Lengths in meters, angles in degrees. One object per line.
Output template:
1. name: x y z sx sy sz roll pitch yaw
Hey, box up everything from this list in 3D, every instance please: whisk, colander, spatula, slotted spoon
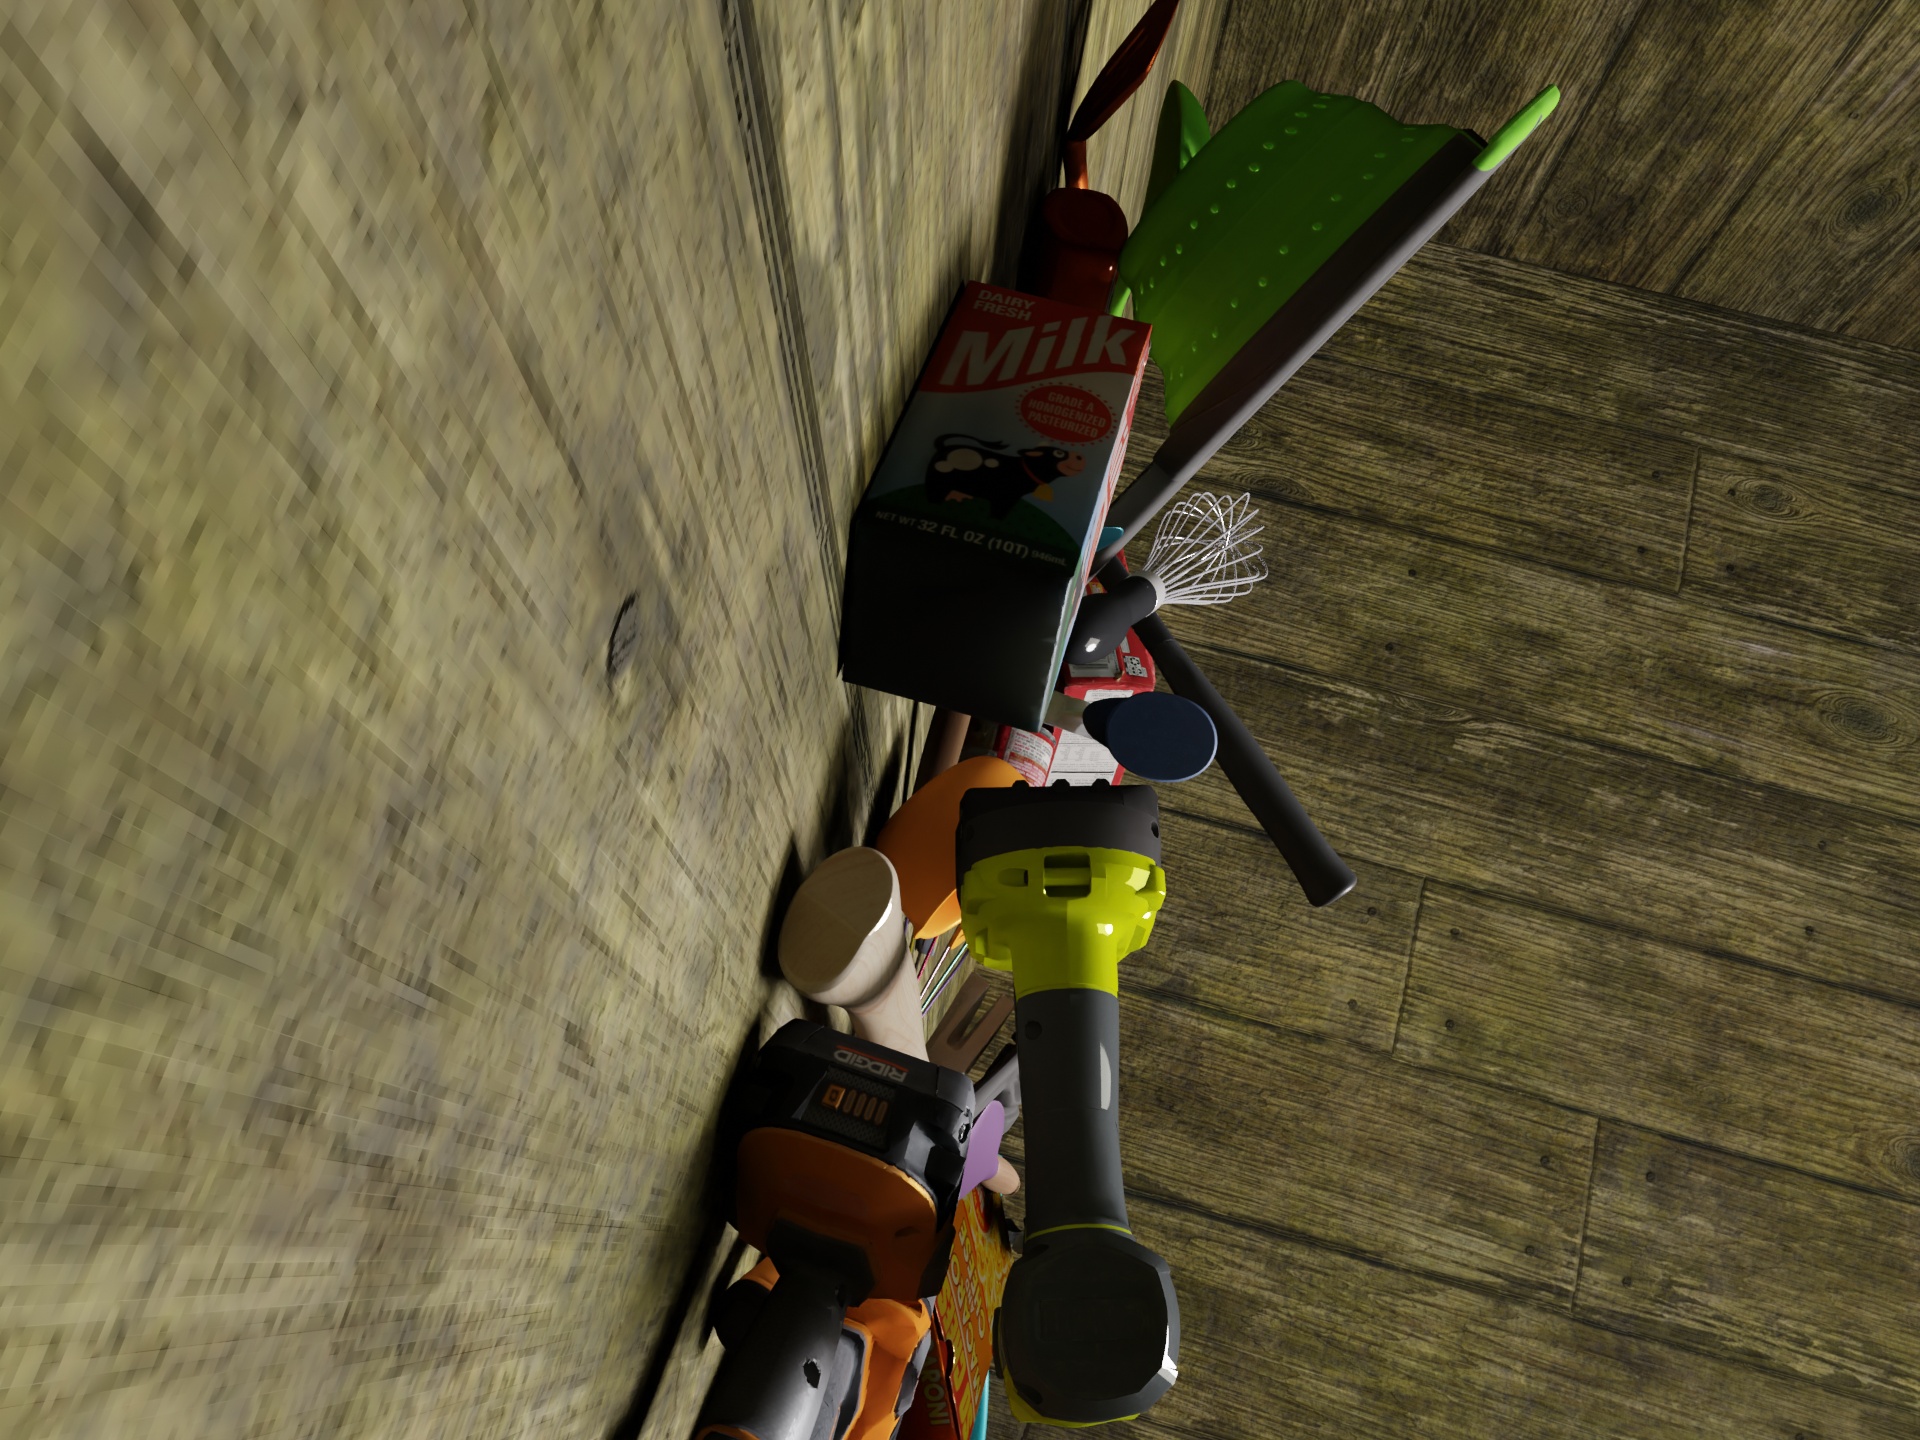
1. whisk: 0.105 -0.075 0.844 0.284 0.070 0.070 -34 140 -60
2. colander: 0.096 -0.168 0.757 0.397 0.094 0.204 -45 180 44
3. spatula: -0.001 -0.002 0.771 0.317 0.082 0.044 106 -25 -53
4. slotted spoon: 0.068 -0.192 0.857 0.313 0.031 0.070 115 -20 -44
5. whisk: -0.031 0.188 1.008 0.047 0.051 0.245 75 30 -46
6. spatula: 0.013 0.231 0.813 0.060 0.018 0.315 -55 165 -12
7. spatula: 0.067 -0.251 0.857 0.322 0.041 0.081 99 10 -60

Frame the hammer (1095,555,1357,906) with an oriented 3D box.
1. hammer: 0.133 -0.032 0.971 0.035 0.335 0.146 -34 164 4

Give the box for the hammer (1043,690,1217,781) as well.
1. hammer: 0.068 0.000 0.802 0.405 0.144 0.035 -108 -143 -89

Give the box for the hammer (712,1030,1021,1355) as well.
1. hammer: -0.016 0.204 0.764 0.127 0.034 0.337 -61 165 19

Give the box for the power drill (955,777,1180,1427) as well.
1. power drill: 0.039 0.149 0.611 0.171 0.080 0.223 90 -1 -65

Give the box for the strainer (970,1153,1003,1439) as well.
1. strainer: -0.040 0.374 1.033 0.340 0.095 0.211 -50 132 -73

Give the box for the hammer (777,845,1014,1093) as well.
1. hammer: -0.027 0.131 0.715 0.146 0.038 0.410 -51 165 -18

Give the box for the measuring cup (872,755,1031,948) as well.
1. measuring cup: -0.005 0.074 0.803 0.095 0.052 0.173 -35 166 -19

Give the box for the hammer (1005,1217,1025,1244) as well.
1. hammer: 0.040 0.146 1.055 0.149 0.036 0.409 113 -25 -65

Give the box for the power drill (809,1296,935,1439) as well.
1. power drill: -0.083 0.341 0.680 0.226 0.084 0.164 -47 154 -73

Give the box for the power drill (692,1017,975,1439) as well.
1. power drill: -0.064 0.210 0.501 0.185 0.084 0.226 96 14 -52
